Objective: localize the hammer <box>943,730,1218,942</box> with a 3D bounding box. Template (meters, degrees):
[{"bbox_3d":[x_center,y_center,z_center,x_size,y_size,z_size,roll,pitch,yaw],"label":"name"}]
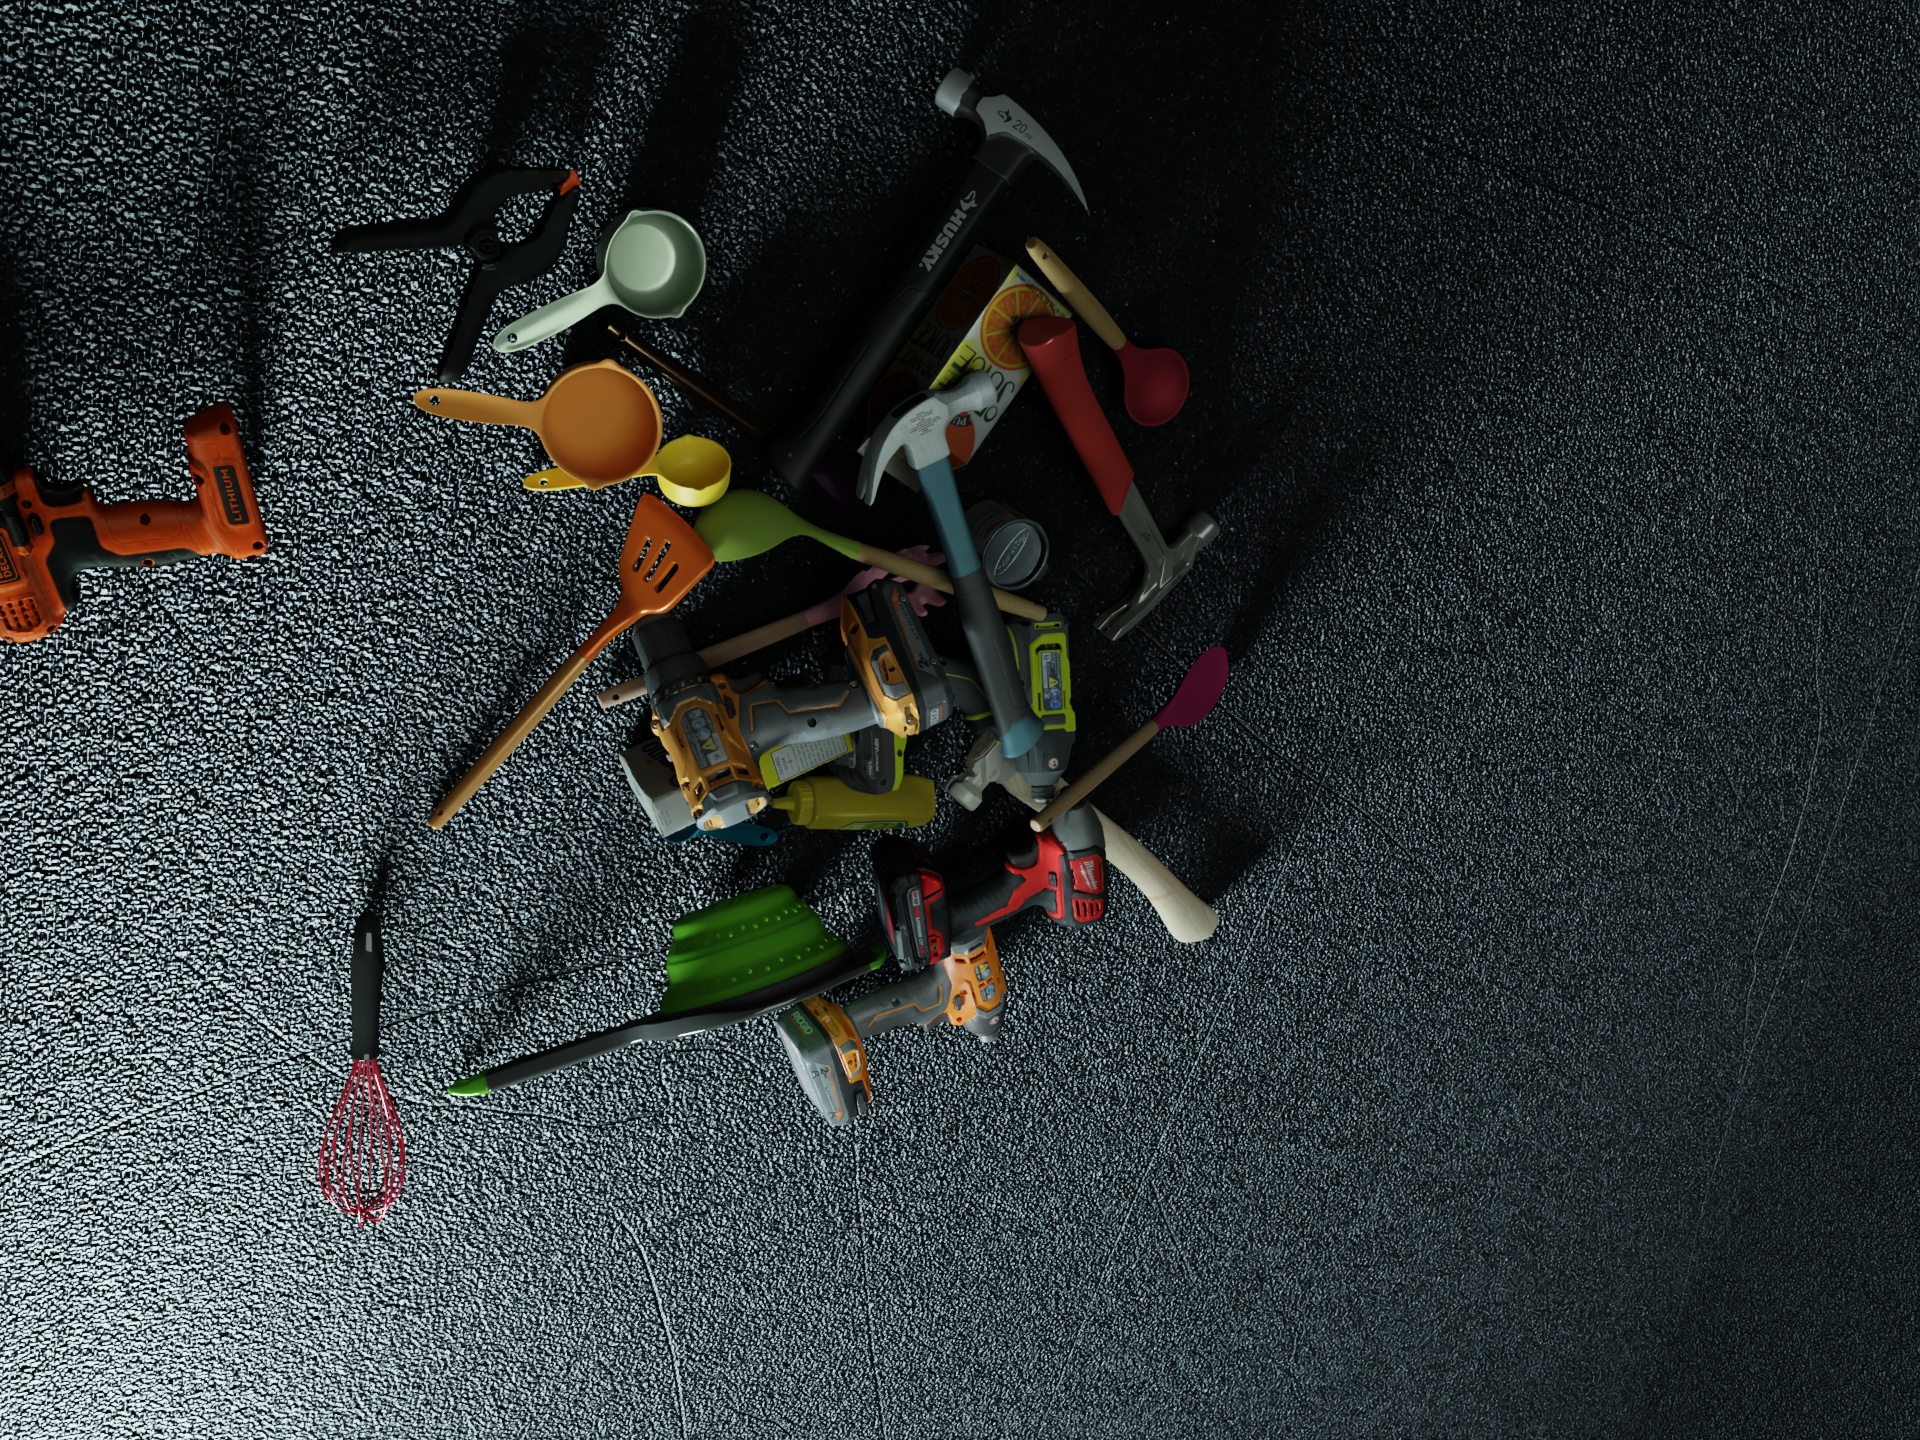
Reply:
[{"bbox_3d":[0.154,0.113,1.617,0.146,0.038,0.410,-50,129,0],"label":"hammer"}]

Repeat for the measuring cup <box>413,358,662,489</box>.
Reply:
[{"bbox_3d":[-0.307,-0.225,1.160,0.173,0.052,0.095,5,106,-18],"label":"measuring cup"}]

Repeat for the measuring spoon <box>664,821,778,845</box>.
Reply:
[{"bbox_3d":[-0.215,0.092,1.407,0.128,0.021,0.042,16,106,-45],"label":"measuring spoon"}]

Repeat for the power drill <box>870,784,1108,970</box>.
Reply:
[{"bbox_3d":[0.033,0.144,1.494,0.219,0.079,0.143,-13,119,-13],"label":"power drill"}]

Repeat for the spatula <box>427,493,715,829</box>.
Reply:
[{"bbox_3d":[-0.318,-0.035,1.256,0.322,0.081,0.041,-48,171,5],"label":"spatula"}]

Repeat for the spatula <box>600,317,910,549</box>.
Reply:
[{"bbox_3d":[-0.154,-0.229,1.264,0.315,0.018,0.060,30,95,-39],"label":"spatula"}]

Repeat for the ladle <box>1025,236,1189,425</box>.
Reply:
[{"bbox_3d":[0.120,-0.319,1.300,0.069,0.031,0.315,-55,152,6],"label":"ladle"}]

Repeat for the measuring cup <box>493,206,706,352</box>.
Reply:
[{"bbox_3d":[-0.263,-0.310,1.142,0.167,0.038,0.083,-32,127,-13],"label":"measuring cup"}]

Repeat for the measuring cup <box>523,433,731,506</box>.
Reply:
[{"bbox_3d":[-0.254,-0.183,1.219,0.156,0.062,0.029,-9,145,-12],"label":"measuring cup"}]

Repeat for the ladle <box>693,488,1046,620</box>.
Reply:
[{"bbox_3d":[-0.068,-0.122,1.315,0.320,0.078,0.062,16,111,-29],"label":"ladle"}]

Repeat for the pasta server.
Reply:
[{"bbox_3d":[-0.153,-0.074,1.336,0.316,0.040,0.060,-23,108,-16],"label":"pasta server"}]

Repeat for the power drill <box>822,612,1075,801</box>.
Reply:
[{"bbox_3d":[-0.002,-0.005,1.410,0.223,0.080,0.171,-5,95,-27],"label":"power drill"}]

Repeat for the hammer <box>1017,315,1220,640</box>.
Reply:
[{"bbox_3d":[0.121,-0.212,1.370,0.149,0.037,0.358,-45,143,-3],"label":"hammer"}]

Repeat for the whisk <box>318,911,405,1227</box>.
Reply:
[{"bbox_3d":[-0.496,0.294,1.325,0.073,0.073,0.295,-3,111,-29],"label":"whisk"}]

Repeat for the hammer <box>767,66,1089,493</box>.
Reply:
[{"bbox_3d":[-0.039,-0.319,1.225,0.146,0.035,0.334,37,99,5],"label":"hammer"}]

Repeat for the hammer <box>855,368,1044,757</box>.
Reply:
[{"bbox_3d":[0.010,-0.112,1.306,0.128,0.033,0.330,-26,121,-12],"label":"hammer"}]

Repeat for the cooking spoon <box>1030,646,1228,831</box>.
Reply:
[{"bbox_3d":[0.168,0.018,1.518,0.319,0.017,0.068,-37,129,-37],"label":"cooking spoon"}]

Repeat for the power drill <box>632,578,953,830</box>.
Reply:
[{"bbox_3d":[-0.141,-0.036,1.274,0.226,0.185,0.084,-24,163,-9],"label":"power drill"}]

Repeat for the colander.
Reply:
[{"bbox_3d":[-0.266,0.228,1.396,0.397,0.204,0.094,-18,90,-3],"label":"colander"}]

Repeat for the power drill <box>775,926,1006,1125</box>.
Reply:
[{"bbox_3d":[-0.054,0.299,1.569,0.226,0.084,0.164,-29,126,-19],"label":"power drill"}]
